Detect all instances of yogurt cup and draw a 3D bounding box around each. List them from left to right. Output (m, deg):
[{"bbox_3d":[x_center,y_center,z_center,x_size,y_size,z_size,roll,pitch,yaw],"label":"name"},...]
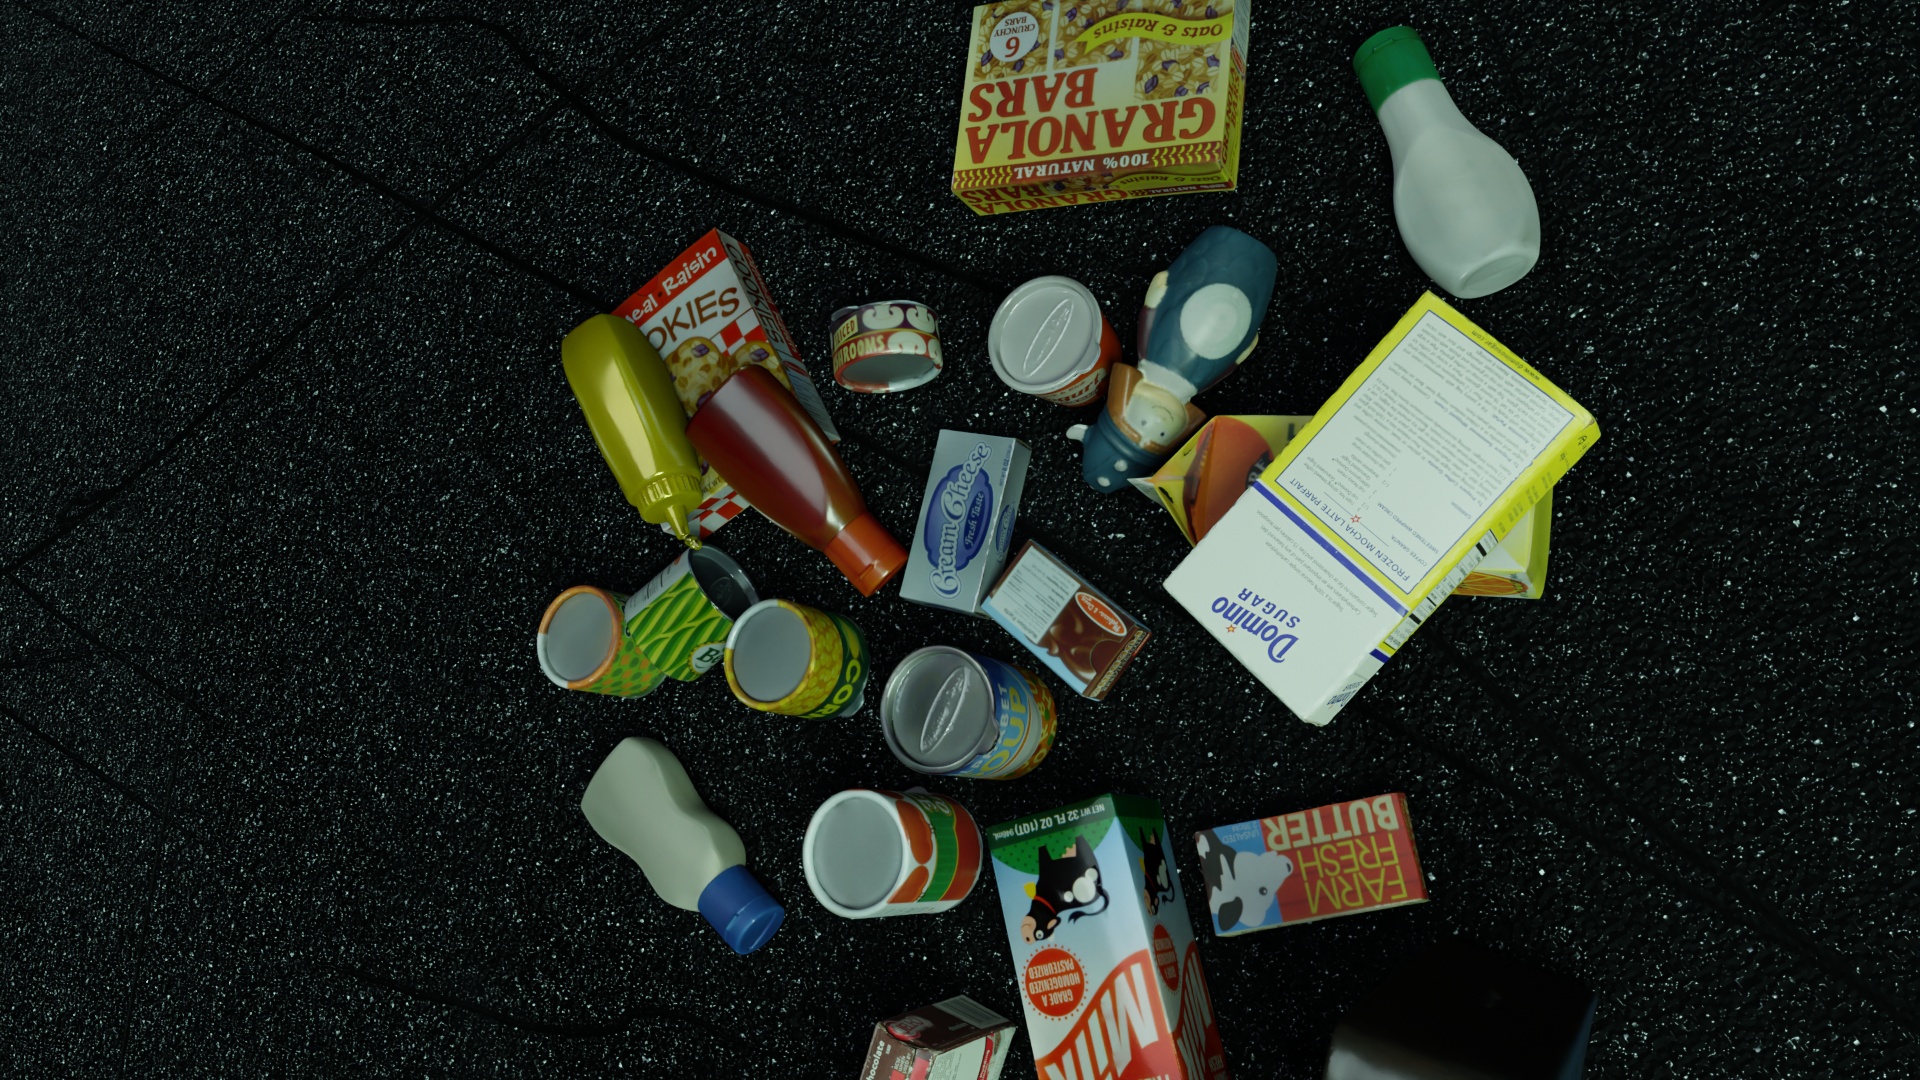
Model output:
[{"bbox_3d":[0.057,-0.108,0.783,0.072,0.054,0.072,-7,75,26],"label":"yogurt cup"}]

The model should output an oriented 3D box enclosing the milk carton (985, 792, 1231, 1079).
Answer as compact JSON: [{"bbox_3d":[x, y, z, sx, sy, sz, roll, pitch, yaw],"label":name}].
[{"bbox_3d":[0.078,0.226,0.680,0.072,0.073,0.191,-20,70,22],"label":"milk carton"}]

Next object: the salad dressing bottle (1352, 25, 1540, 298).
[{"bbox_3d":[0.245,-0.197,0.713,0.064,0.044,0.148,-25,66,22],"label":"salad dressing bottle"}]

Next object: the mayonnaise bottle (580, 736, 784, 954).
[{"bbox_3d":[-0.166,0.185,0.836,0.148,0.041,0.064,39,99,28],"label":"mayonnaise bottle"}]

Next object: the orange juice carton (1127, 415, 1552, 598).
[{"bbox_3d":[0.184,-0.018,0.684,0.192,0.072,0.073,3,79,28],"label":"orange juice carton"}]

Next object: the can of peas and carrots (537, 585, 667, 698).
[{"bbox_3d":[-0.224,0.063,0.885,0.071,0.058,0.071,-6,76,26],"label":"can of peas and carrots"}]

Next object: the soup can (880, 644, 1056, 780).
[{"bbox_3d":[0.008,0.095,0.742,0.071,0.084,0.071,-7,76,26],"label":"soup can"}]

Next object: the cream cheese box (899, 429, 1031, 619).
[{"bbox_3d":[0.003,-0.010,0.804,0.053,0.024,0.104,9,82,30],"label":"cream cheese box"}]

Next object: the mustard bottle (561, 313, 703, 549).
[{"bbox_3d":[-0.194,-0.062,0.852,0.048,0.065,0.160,-30,71,15],"label":"mustard bottle"}]

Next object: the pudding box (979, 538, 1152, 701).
[{"bbox_3d":[0.057,0.044,0.760,0.084,0.030,0.049,39,96,29],"label":"pudding box"}]

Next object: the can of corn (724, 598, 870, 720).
[{"bbox_3d":[-0.095,0.072,0.815,0.071,0.058,0.071,-7,75,27],"label":"can of corn"}]

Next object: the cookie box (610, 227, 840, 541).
[{"bbox_3d":[-0.166,-0.102,0.905,0.122,0.040,0.168,-35,65,17],"label":"cookie box"}]

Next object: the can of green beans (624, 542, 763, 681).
[{"bbox_3d":[-0.163,0.044,0.854,0.057,0.071,0.071,-38,64,16],"label":"can of green beans"}]

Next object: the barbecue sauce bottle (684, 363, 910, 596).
[{"bbox_3d":[-0.093,-0.032,0.821,0.148,0.044,0.064,47,110,5],"label":"barbecue sauce bottle"}]

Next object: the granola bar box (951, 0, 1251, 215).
[{"bbox_3d":[0.082,-0.262,0.815,0.165,0.039,0.124,1,78,28],"label":"granola bar box"}]

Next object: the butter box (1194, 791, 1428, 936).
[{"bbox_3d":[0.170,0.158,0.676,0.103,0.024,0.053,-18,71,23],"label":"butter box"}]

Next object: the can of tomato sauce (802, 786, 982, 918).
[{"bbox_3d":[-0.036,0.166,0.748,0.071,0.083,0.071,-6,76,26],"label":"can of tomato sauce"}]

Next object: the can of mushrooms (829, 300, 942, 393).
[{"bbox_3d":[-0.046,-0.115,0.828,0.071,0.071,0.033,-14,74,24],"label":"can of mushrooms"}]
